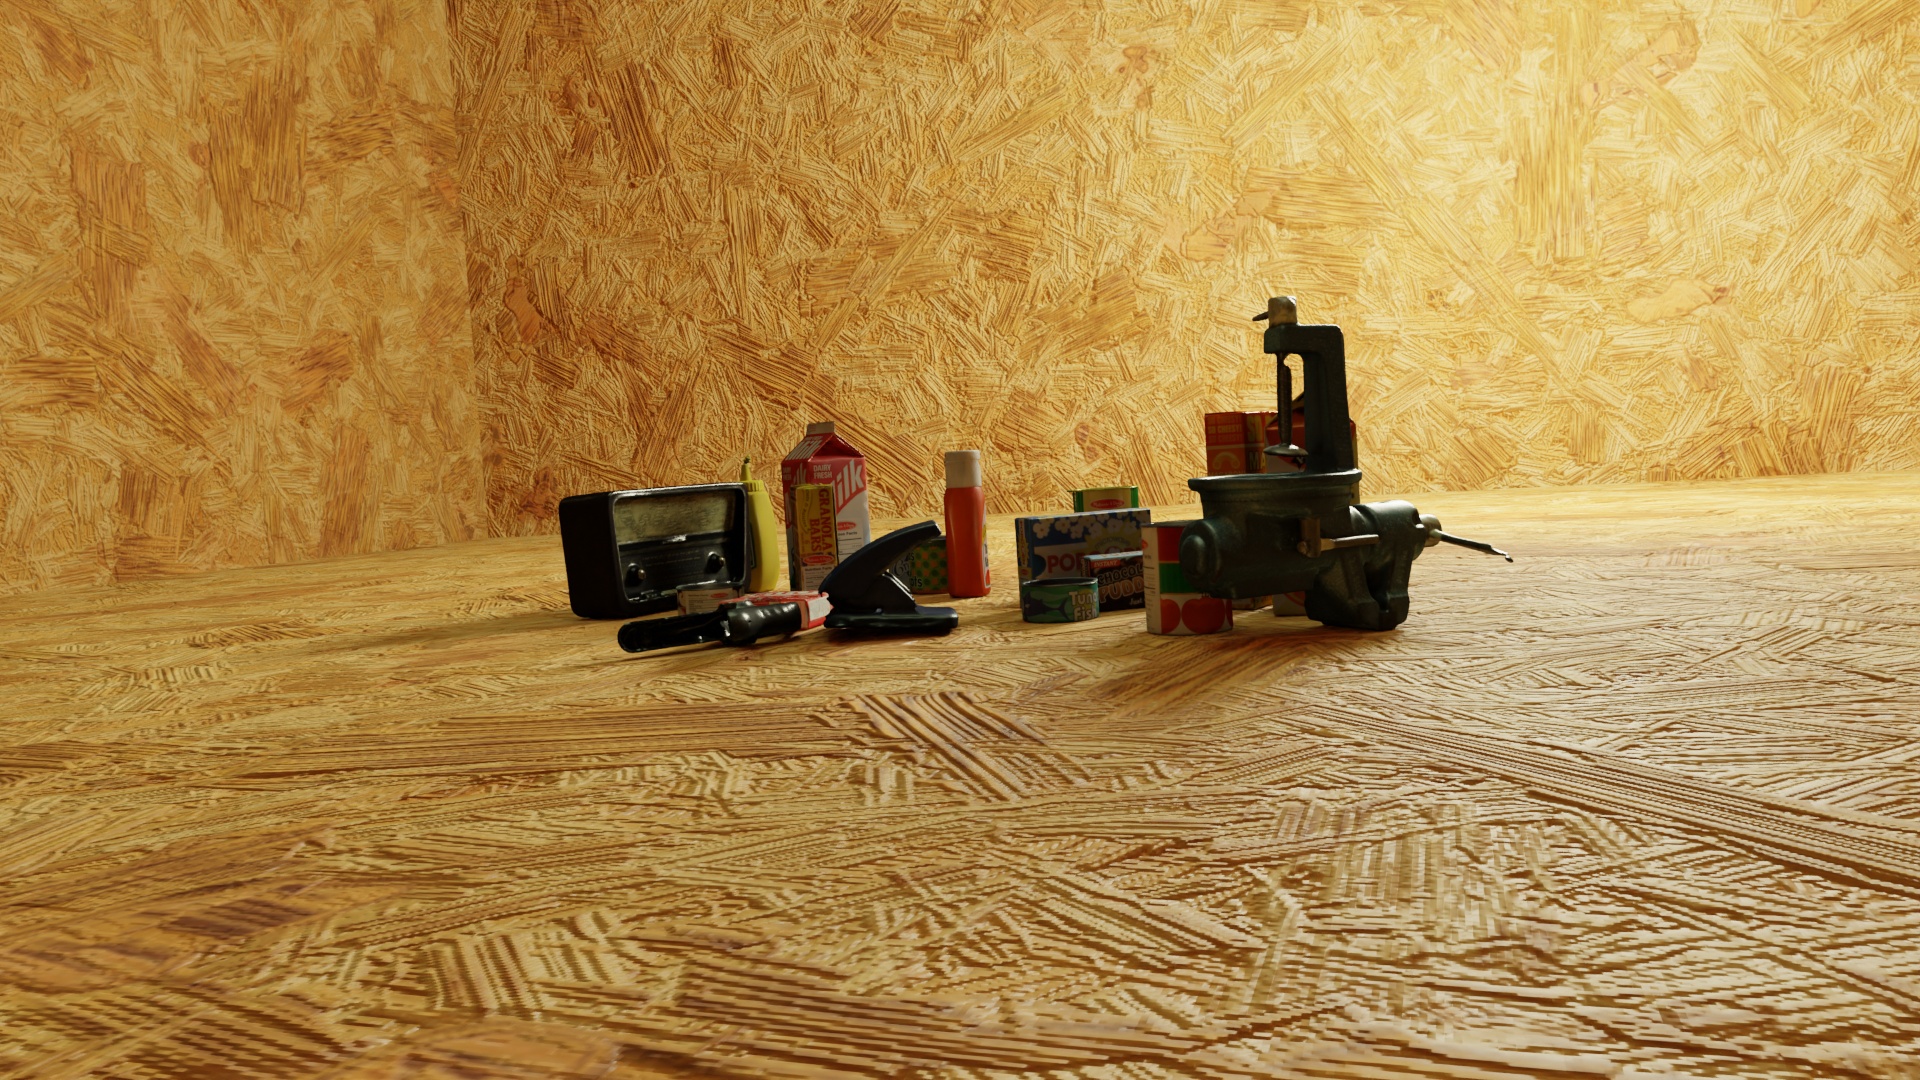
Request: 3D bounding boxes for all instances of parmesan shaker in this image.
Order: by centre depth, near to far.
[{"bbox_3d":[0.144,-0.001,1.383,0.071,0.103,0.071,-4,3,0],"label":"parmesan shaker"}]

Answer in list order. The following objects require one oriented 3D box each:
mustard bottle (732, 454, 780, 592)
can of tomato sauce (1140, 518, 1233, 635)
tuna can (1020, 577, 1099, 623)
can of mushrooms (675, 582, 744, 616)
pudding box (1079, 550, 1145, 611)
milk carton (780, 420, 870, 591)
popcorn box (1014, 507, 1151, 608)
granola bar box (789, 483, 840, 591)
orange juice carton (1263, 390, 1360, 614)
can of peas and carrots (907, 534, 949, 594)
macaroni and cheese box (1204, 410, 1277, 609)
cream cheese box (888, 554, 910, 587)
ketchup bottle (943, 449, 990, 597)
[{"bbox_3d":[-0.248,-0.020,1.619,0.065,0.160,0.049,-2,3,27],"label":"mustard bottle"},{"bbox_3d":[0.174,0.027,1.056,0.071,0.083,0.071,-4,3,0],"label":"can of tomato sauce"},{"bbox_3d":[0.086,0.050,1.177,0.071,0.033,0.071,-4,3,0],"label":"tuna can"},{"bbox_3d":[-0.244,0.059,1.361,0.071,0.033,0.071,-4,3,0],"label":"can of mushrooms"},{"bbox_3d":[0.150,0.035,1.227,0.084,0.049,0.030,-5,3,-15],"label":"pudding box"},{"bbox_3d":[-0.149,-0.036,1.541,0.073,0.190,0.072,-6,3,-32],"label":"milk carton"},{"bbox_3d":[0.115,0.016,1.271,0.127,0.085,0.038,-5,3,-22],"label":"popcorn box"},{"bbox_3d":[-0.148,0.005,1.405,0.039,0.124,0.165,-4,3,-9],"label":"granola bar box"},{"bbox_3d":[0.284,-0.039,1.121,0.073,0.192,0.072,-3,3,14],"label":"orange juice carton"},{"bbox_3d":[-0.025,0.025,1.482,0.071,0.058,0.071,-4,3,0],"label":"can of peas and carrots"},{"bbox_3d":[0.260,-0.030,1.206,0.040,0.166,0.124,-2,4,36],"label":"macaroni and cheese box"},{"bbox_3d":[-0.029,0.025,1.542,0.104,0.053,0.024,-3,3,13],"label":"cream cheese box"},{"bbox_3d":[0.005,-0.018,1.421,0.043,0.148,0.065,-4,3,1],"label":"ketchup bottle"}]
